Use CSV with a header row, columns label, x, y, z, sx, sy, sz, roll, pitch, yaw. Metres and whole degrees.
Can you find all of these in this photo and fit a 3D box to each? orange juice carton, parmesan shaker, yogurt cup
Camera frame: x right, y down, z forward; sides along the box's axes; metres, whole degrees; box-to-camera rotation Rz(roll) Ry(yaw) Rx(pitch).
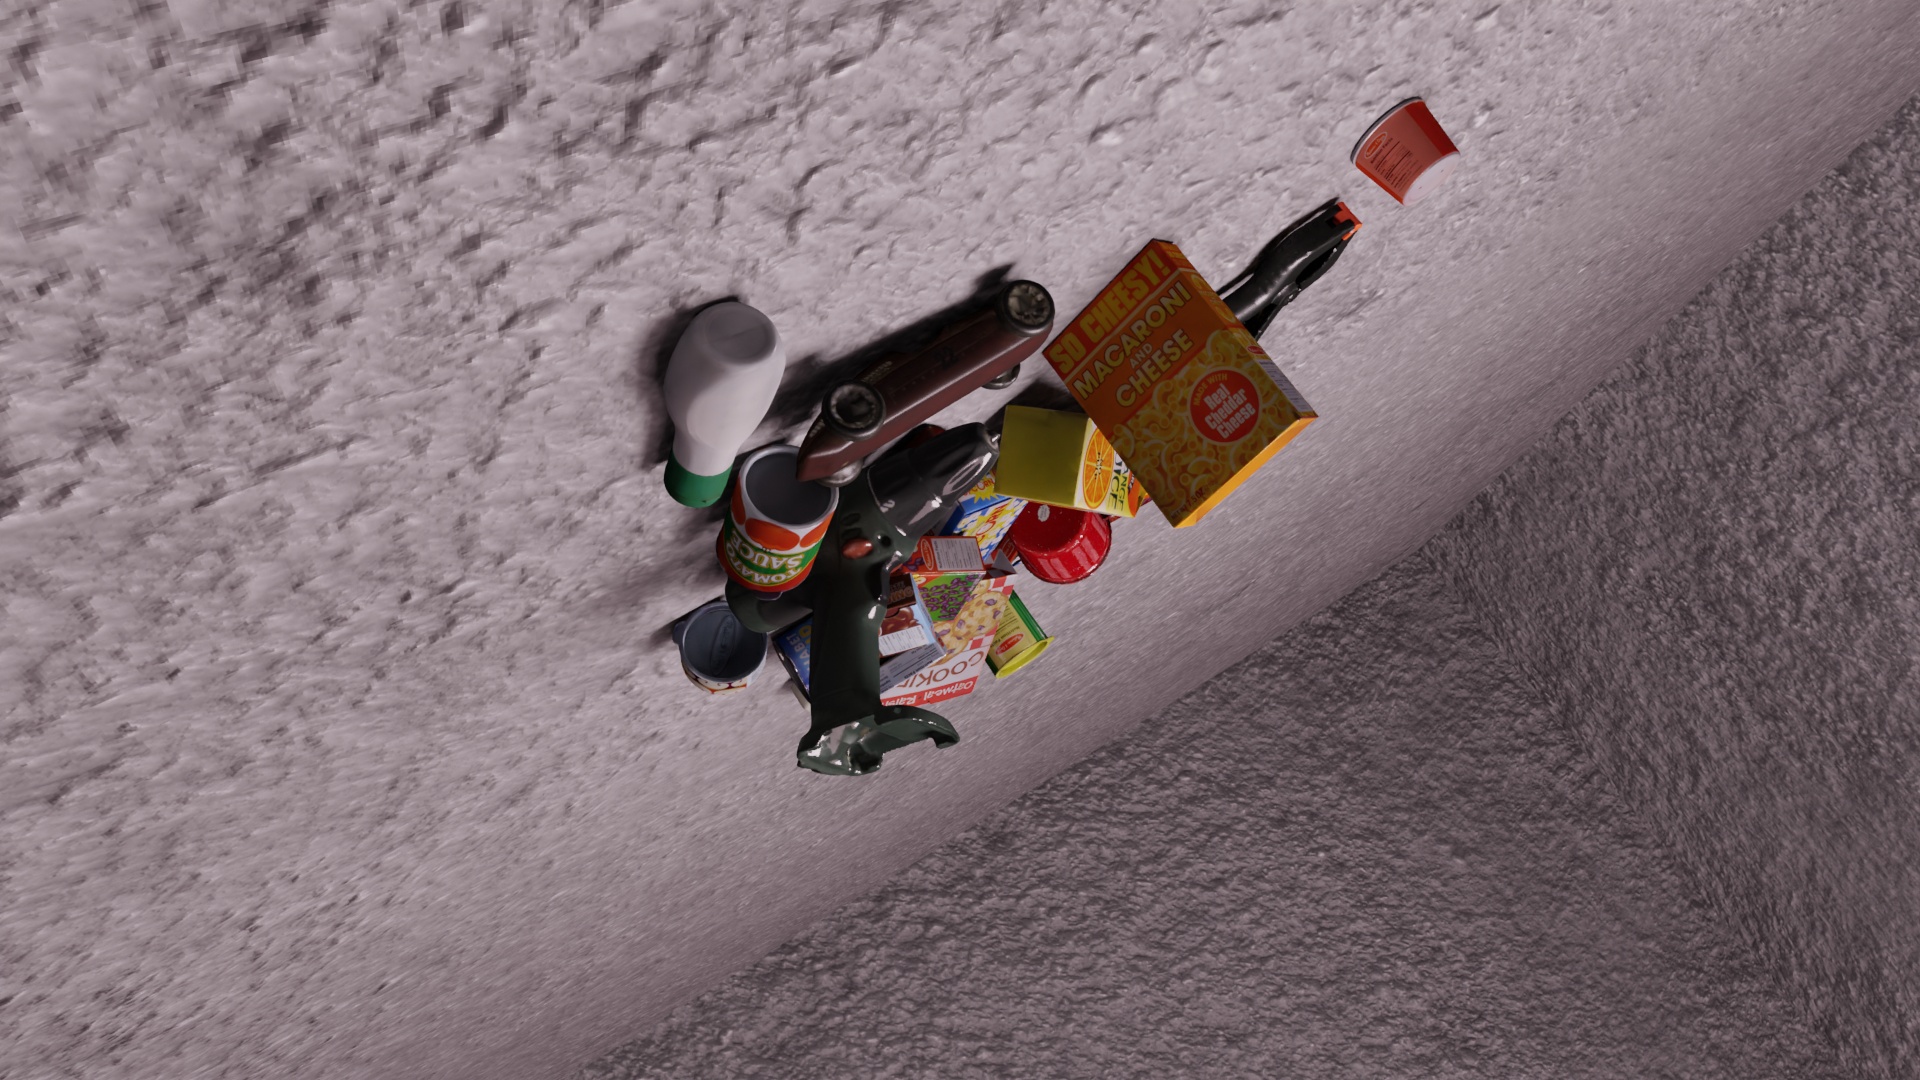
label,x,y,z,sx,sy,sz,roll,pitch,yaw
orange juice carton,0.100,-0.061,1.146,0.193,0.072,0.073,6,93,-65
parmesan shaker,0.037,0.076,1.394,0.071,0.103,0.071,-31,163,-11
yogurt cup,0.342,-0.293,1.058,0.072,0.054,0.072,-32,162,-12

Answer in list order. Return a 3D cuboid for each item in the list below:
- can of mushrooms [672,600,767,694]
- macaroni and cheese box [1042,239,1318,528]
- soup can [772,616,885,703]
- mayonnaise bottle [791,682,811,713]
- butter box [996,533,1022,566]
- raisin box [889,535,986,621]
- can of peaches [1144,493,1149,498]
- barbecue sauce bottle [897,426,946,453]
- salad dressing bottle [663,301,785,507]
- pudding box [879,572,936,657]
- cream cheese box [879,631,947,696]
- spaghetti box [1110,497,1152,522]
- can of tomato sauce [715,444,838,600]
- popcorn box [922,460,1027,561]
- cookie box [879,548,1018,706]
label,x,y,z,sx,sy,sz,roll,pitch,yaw
can of mushrooms,-0.182,0.081,1.055,0.071,0.071,0.033,-29,163,-20
macaroni and cheese box,0.154,-0.111,0.995,0.123,0.167,0.040,-44,161,28
soup can,-0.112,0.094,1.216,0.084,0.071,0.071,-32,163,-14
mayonnaise bottle,-0.092,0.112,1.350,0.148,0.041,0.064,-38,160,9
butter box,0.087,-0.010,1.392,0.104,0.024,0.052,-24,159,-33
raisin box,-0.053,0.034,1.144,0.123,0.040,0.085,0,149,-23
can of peaches,0.174,-0.080,1.289,0.057,0.071,0.071,-45,161,32
barbecue sauce bottle,-0.056,-0.022,1.047,0.148,0.044,0.065,-40,149,17
salad dressing bottle,-0.136,-0.070,0.767,0.064,0.044,0.147,-27,163,-32
pudding box,-0.052,0.061,1.117,0.050,0.030,0.083,-15,152,3
cream cheese box,-0.061,0.117,1.233,0.104,0.024,0.053,-32,179,1
spaghetti box,0.213,-0.082,1.394,0.251,0.050,0.028,-28,161,-22
can of tomato sauce,-0.121,-0.012,0.908,0.071,0.071,0.082,-24,160,-32
popcorn box,0.004,-0.015,1.195,0.085,0.038,0.126,-24,160,-36
cookie box,-0.027,0.089,1.303,0.123,0.040,0.166,-9,136,-31
